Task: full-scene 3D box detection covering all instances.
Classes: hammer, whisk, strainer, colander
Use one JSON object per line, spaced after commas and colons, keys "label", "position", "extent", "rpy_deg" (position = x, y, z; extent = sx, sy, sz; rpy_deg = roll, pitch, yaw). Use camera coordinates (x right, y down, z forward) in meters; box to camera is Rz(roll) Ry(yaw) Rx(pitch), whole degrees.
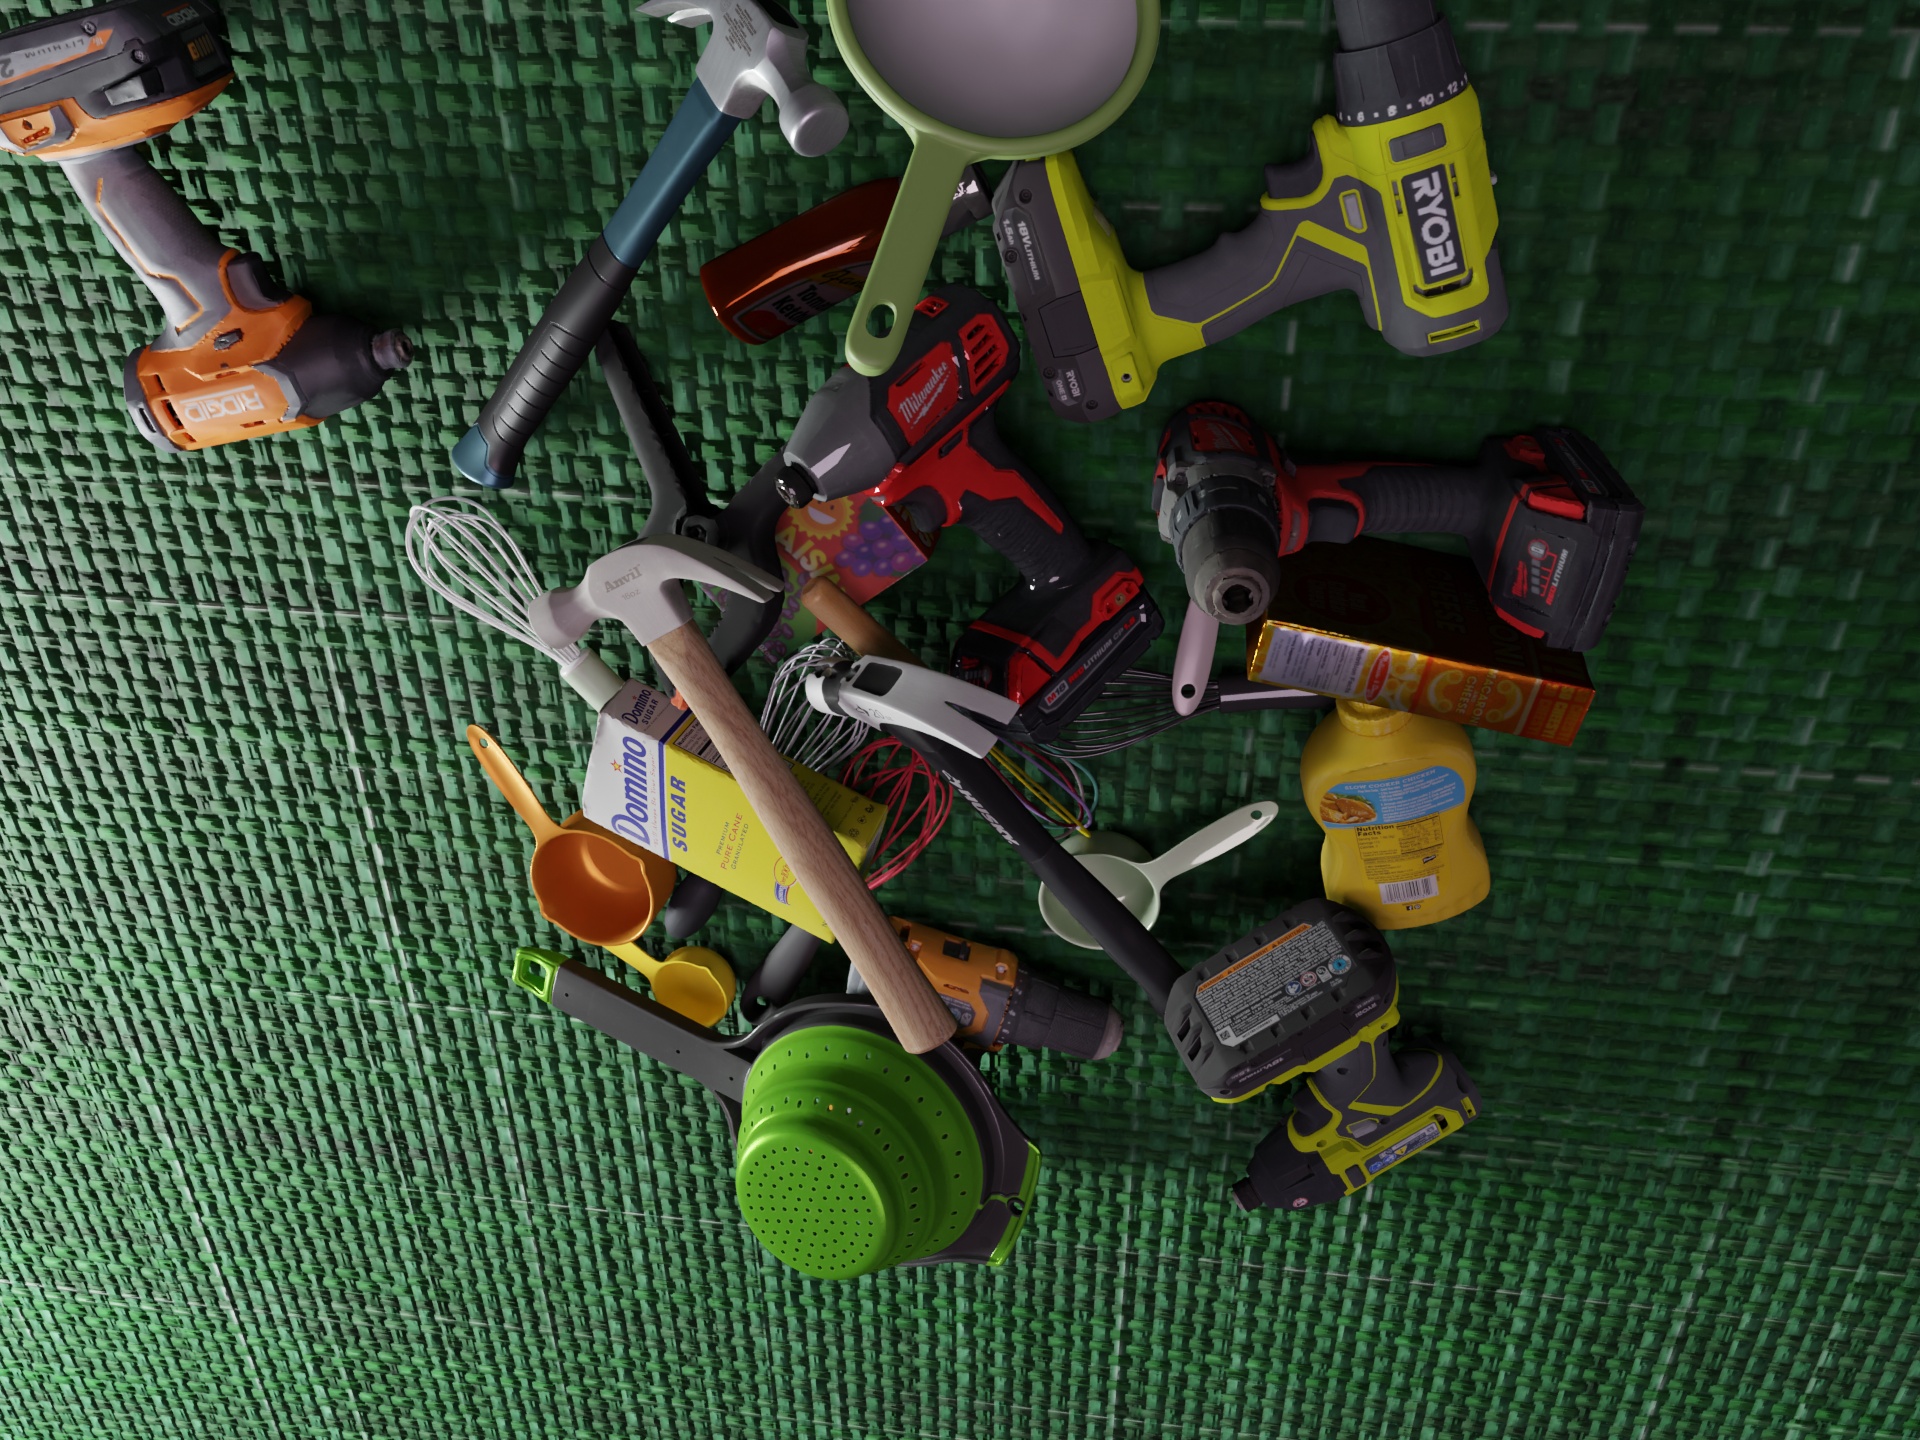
{"label": "hammer", "position": [-0.096, 0.046, 0.875], "extent": [0.130, 0.031, 0.331], "rpy_deg": [-25, 105, 23]}
{"label": "whisk", "position": [-0.084, 0.112, 1.035], "extent": [0.073, 0.073, 0.295], "rpy_deg": [27, 128, -8]}
{"label": "whisk", "position": [-0.128, 0.053, 1.003], "extent": [0.070, 0.070, 0.284], "rpy_deg": [29, 126, -9]}
{"label": "hammer", "position": [0.056, 0.082, 0.918], "extent": [0.146, 0.035, 0.334], "rpy_deg": [10, 149, 53]}
{"label": "hammer", "position": [-0.181, -0.233, 0.822], "extent": [0.331, 0.033, 0.128], "rpy_deg": [-43, 67, 36]}
{"label": "strainer", "position": [-0.005, -0.266, 0.722], "extent": [0.151, 0.069, 0.256], "rpy_deg": [19, 81, -6]}
{"label": "whisk", "position": [0.153, -0.013, 0.924], "extent": [0.239, 0.055, 0.055], "rpy_deg": [-6, 120, 8]}
{"label": "whisk", "position": [-0.242, -0.041, 0.974], "extent": [0.246, 0.058, 0.059], "rpy_deg": [48, 151, -22]}
{"label": "colander", "position": [-0.149, 0.255, 1.038], "extent": [0.397, 0.094, 0.204], "rpy_deg": [23, 116, 15]}
{"label": "whisk", "position": [0.000, -0.003, 0.935], "extent": [0.051, 0.047, 0.244], "rpy_deg": [-36, 120, 22]}

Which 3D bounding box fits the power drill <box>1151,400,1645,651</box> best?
{"label": "power drill", "position": [0.208, -0.093, 0.786], "extent": [0.226, 0.188, 0.080], "rpy_deg": [7, 121, 0]}

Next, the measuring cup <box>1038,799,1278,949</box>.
{"label": "measuring cup", "position": [0.124, 0.083, 0.993], "extent": [0.167, 0.038, 0.083], "rpy_deg": [-32, 112, 23]}

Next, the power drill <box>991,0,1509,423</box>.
{"label": "power drill", "position": [0.136, -0.251, 0.764], "extent": [0.228, 0.080, 0.190], "rpy_deg": [-14, 118, 14]}

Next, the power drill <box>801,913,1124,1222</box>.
{"label": "power drill", "position": [-0.004, 0.249, 1.092], "extent": [0.185, 0.084, 0.226], "rpy_deg": [17, 117, -2]}

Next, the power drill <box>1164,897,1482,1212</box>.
{"label": "power drill", "position": [0.220, 0.222, 0.989], "extent": [0.171, 0.080, 0.223], "rpy_deg": [-32, 132, 4]}

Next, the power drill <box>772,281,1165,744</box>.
{"label": "power drill", "position": [0.003, -0.099, 0.831], "extent": [0.143, 0.079, 0.219], "rpy_deg": [-43, 121, -16]}

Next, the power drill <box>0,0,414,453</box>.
{"label": "power drill", "position": [-0.399, -0.259, 0.844], "extent": [0.164, 0.084, 0.226], "rpy_deg": [-8, 124, 13]}

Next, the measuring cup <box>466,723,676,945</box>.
{"label": "measuring cup", "position": [-0.254, 0.064, 1.036], "extent": [0.095, 0.052, 0.173], "rpy_deg": [-29, 102, 28]}

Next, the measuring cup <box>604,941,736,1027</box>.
{"label": "measuring cup", "position": [-0.223, 0.154, 1.104], "extent": [0.156, 0.029, 0.062], "rpy_deg": [36, 123, 1]}

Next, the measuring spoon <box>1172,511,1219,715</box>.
{"label": "measuring spoon", "position": [0.137, -0.062, 0.887], "extent": [0.034, 0.018, 0.124], "rpy_deg": [10, 101, 1]}
